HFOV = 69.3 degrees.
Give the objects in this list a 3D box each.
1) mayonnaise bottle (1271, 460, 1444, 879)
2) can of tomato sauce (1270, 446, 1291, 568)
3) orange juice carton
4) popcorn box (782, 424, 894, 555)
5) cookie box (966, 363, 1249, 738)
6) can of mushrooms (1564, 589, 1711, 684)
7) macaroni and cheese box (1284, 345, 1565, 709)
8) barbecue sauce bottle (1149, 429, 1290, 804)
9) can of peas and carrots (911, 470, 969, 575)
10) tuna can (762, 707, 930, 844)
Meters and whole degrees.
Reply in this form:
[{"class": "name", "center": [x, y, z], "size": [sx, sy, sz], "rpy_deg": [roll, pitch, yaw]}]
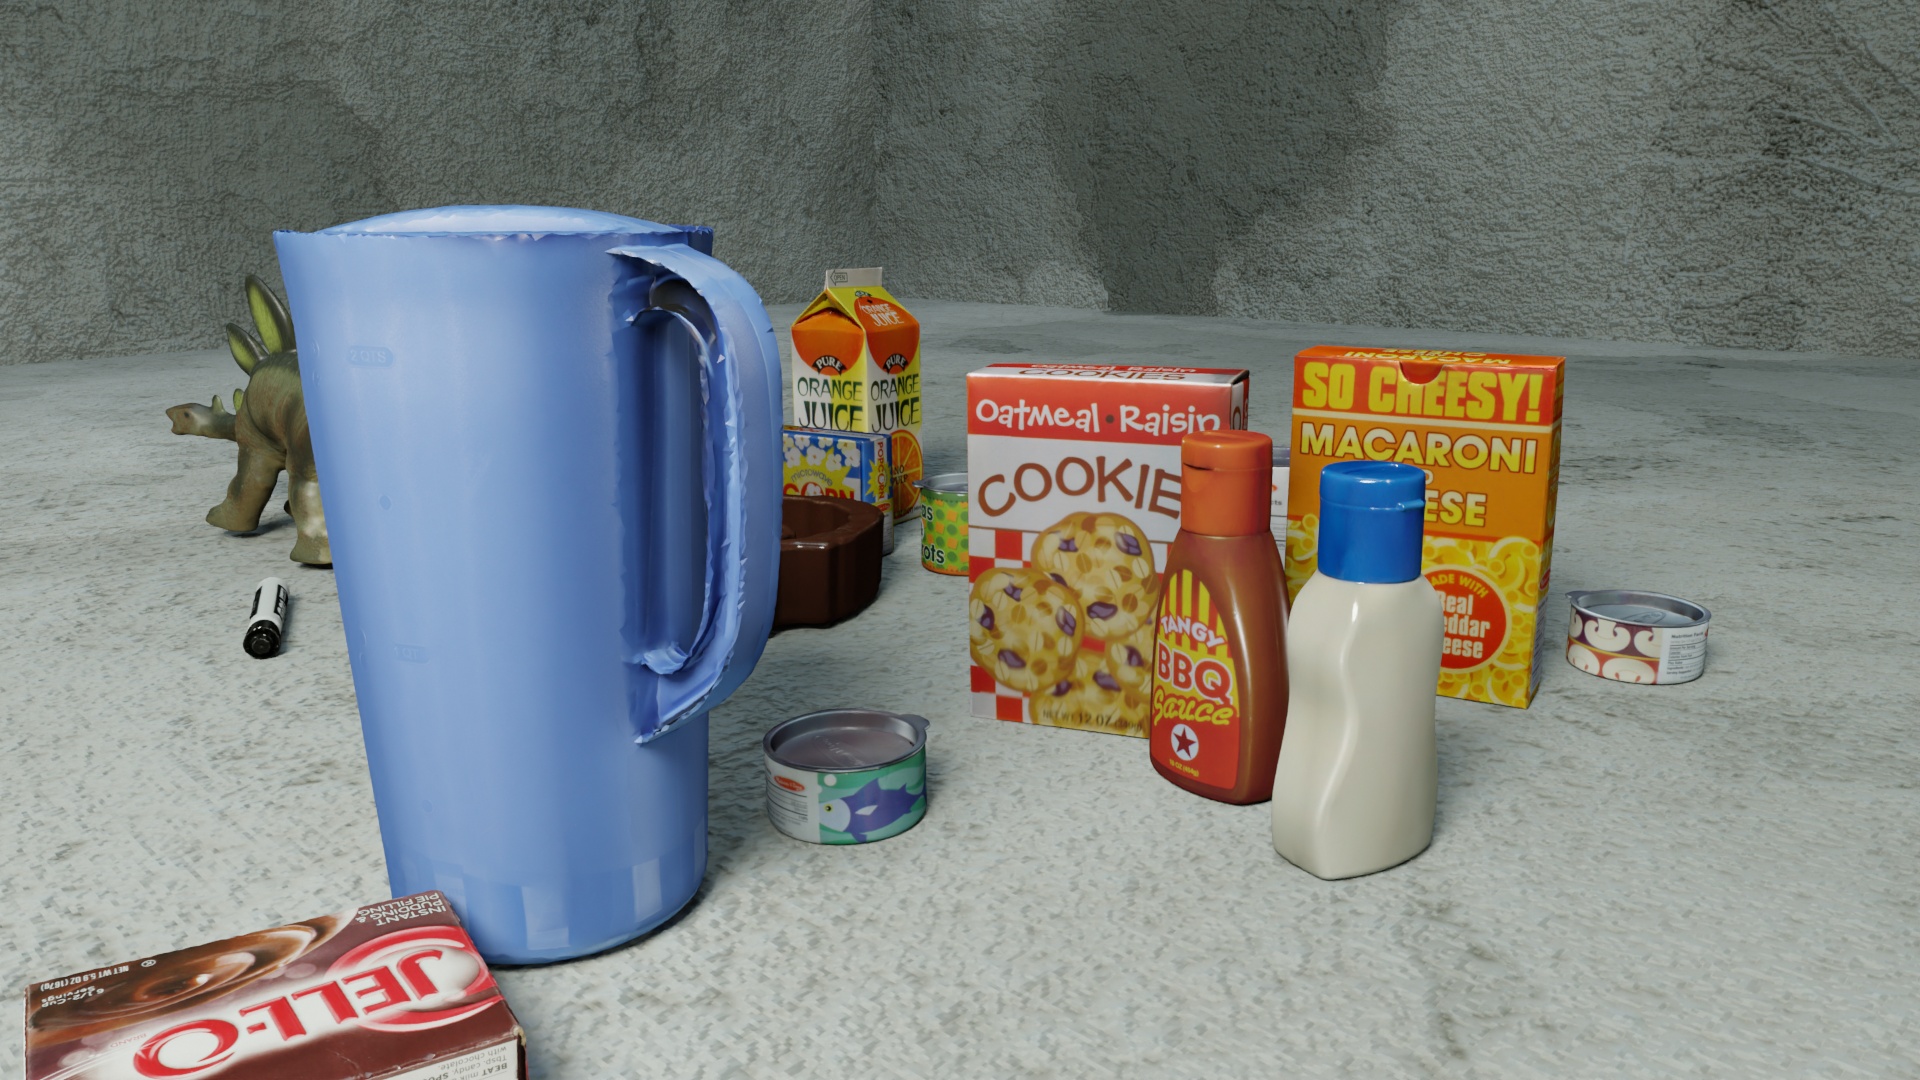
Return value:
[{"class": "mayonnaise bottle", "center": [0.147, 0.046, 0.507], "size": [0.065, 0.147, 0.041], "rpy_deg": [-8, 15, -29]}, {"class": "can of tomato sauce", "center": [0.204, -0.014, 0.881], "size": [0.071, 0.083, 0.071], "rpy_deg": [-1, 14, 0]}, {"class": "orange juice carton", "center": [-0.078, -0.110, 1.055], "size": [0.073, 0.192, 0.072], "rpy_deg": [8, 16, 33]}, {"class": "popcorn box", "center": [-0.108, -0.036, 0.984], "size": [0.127, 0.085, 0.038], "rpy_deg": [8, 16, 31]}, {"class": "cookie box", "center": [0.067, 0.004, 0.642], "size": [0.123, 0.167, 0.040], "rpy_deg": [5, 14, 21]}, {"class": "can of mushrooms", "center": [0.349, 0.049, 0.723], "size": [0.071, 0.033, 0.071], "rpy_deg": [-1, 14, 0]}, {"class": "macaroni and cheese box", "center": [0.227, -0.009, 0.689], "size": [0.124, 0.166, 0.040], "rpy_deg": [7, 15, 29]}, {"class": "barbecue sauce bottle", "center": [0.108, 0.030, 0.574], "size": [0.044, 0.148, 0.065], "rpy_deg": [-10, 16, -34]}, {"class": "can of peas and carrots", "center": [0.003, -0.012, 0.933], "size": [0.071, 0.058, 0.071], "rpy_deg": [-1, 14, 0]}, {"class": "tuna can", "center": [-0.044, 0.094, 0.563], "size": [0.071, 0.032, 0.071], "rpy_deg": [-1, 14, 0]}]
